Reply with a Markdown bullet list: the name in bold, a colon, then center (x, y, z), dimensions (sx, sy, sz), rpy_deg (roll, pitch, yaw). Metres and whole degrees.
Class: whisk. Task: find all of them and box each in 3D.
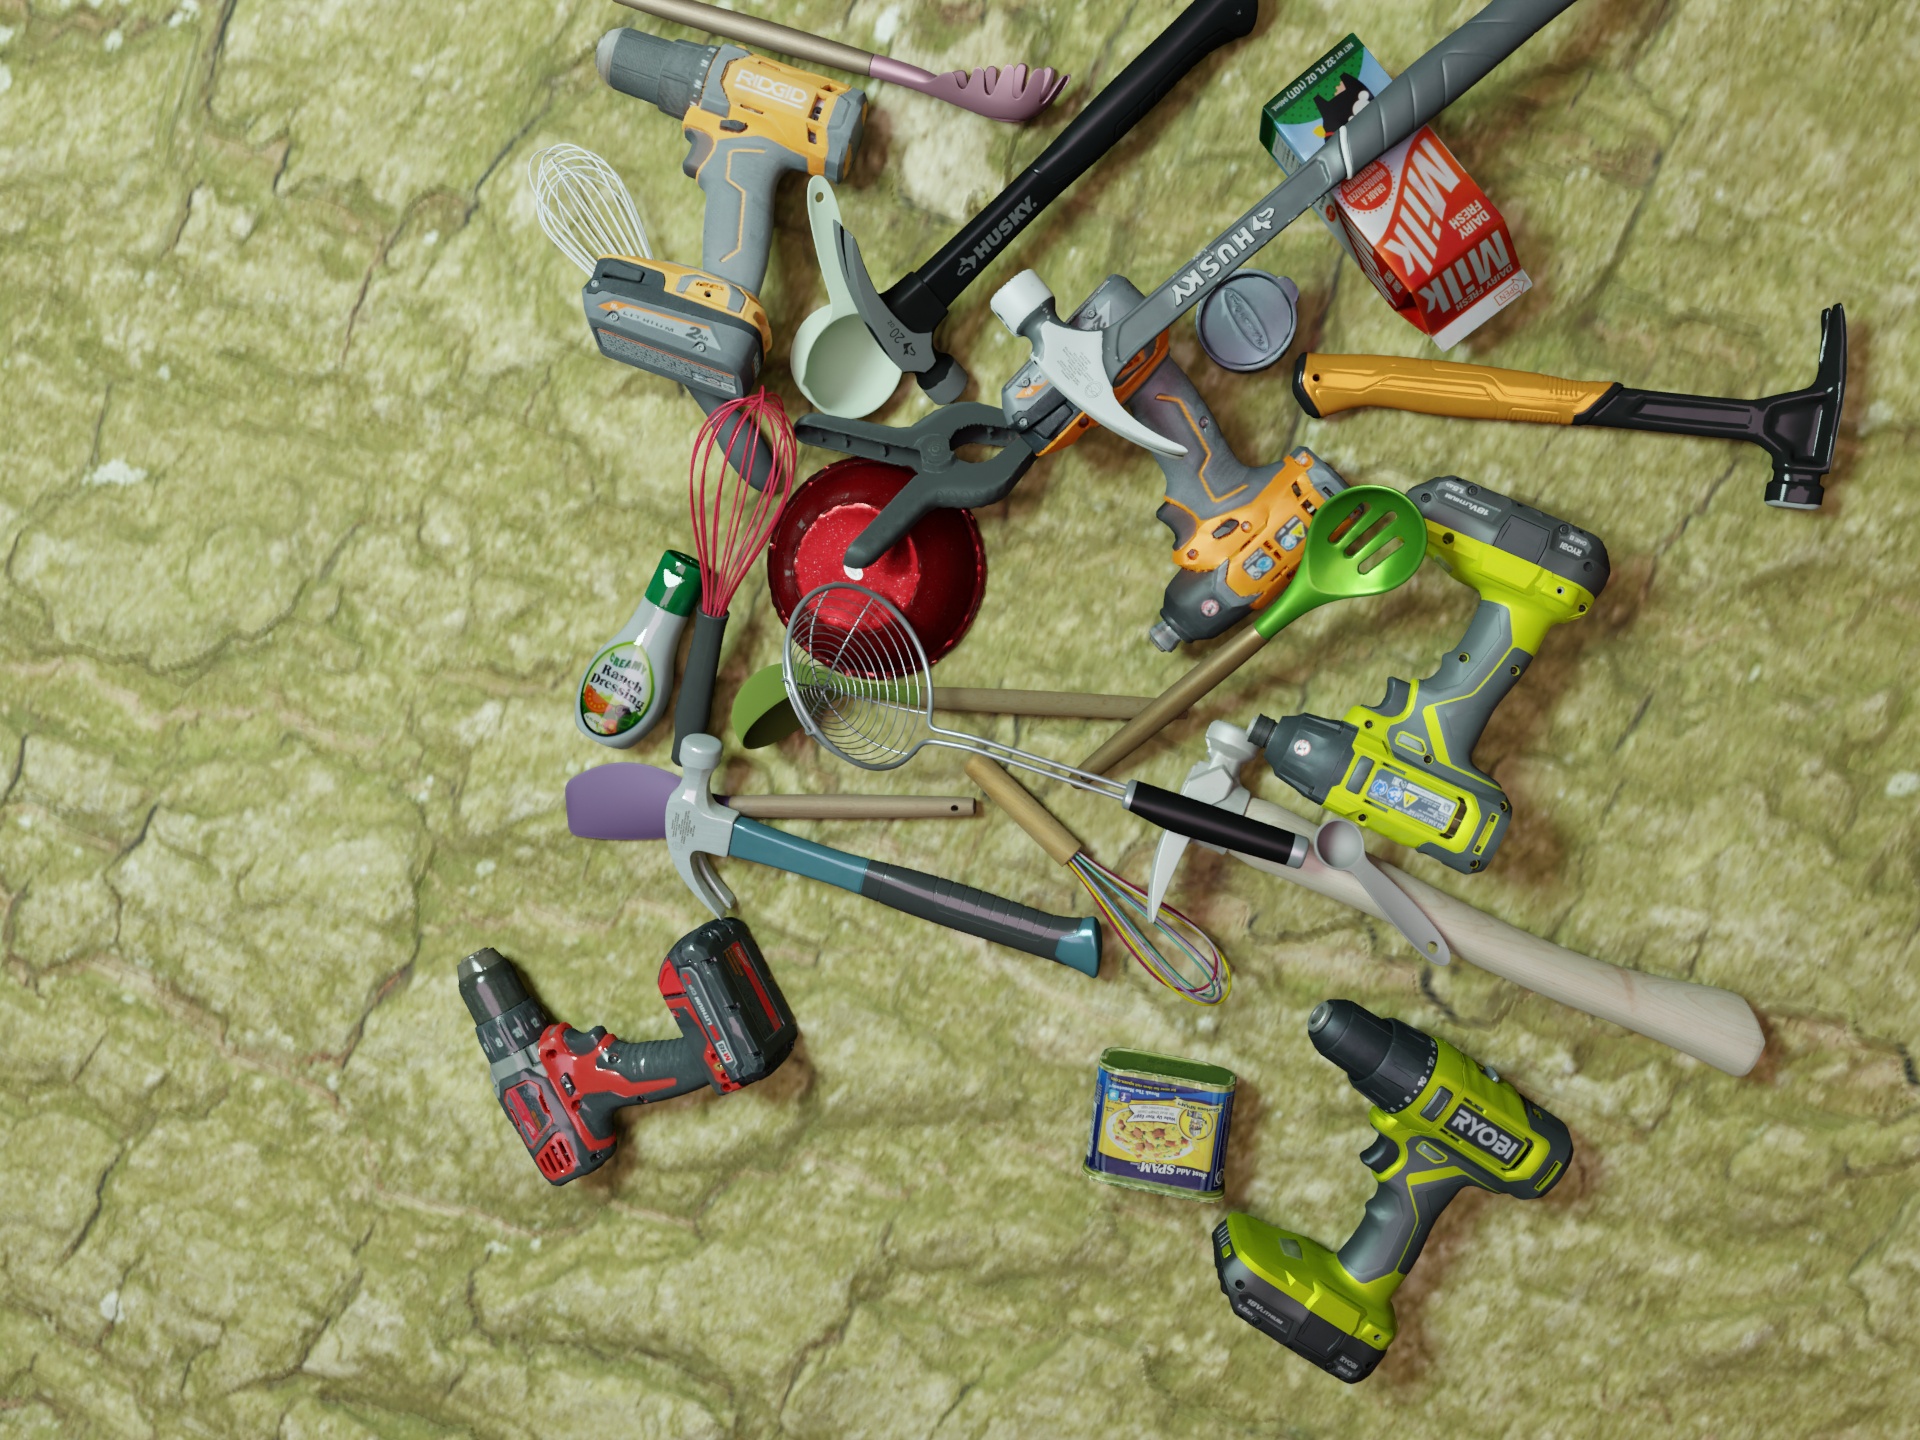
- **whisk**: center (-0.212, -0.284, 1.127), dimensions (0.070, 0.070, 0.284), rpy_deg (-33, 95, 13)
- **whisk**: center (-0.169, -0.093, 1.109), dimensions (0.073, 0.073, 0.295), rpy_deg (21, 117, 8)
- **whisk**: center (0.097, 0.109, 1.121), dimensions (0.245, 0.051, 0.047), rpy_deg (44, 81, 8)

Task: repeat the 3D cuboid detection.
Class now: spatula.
- **spatula**: center (-0.144, 0.061, 1.169), dimensions (0.316, 0.018, 0.059), rpy_deg (0, 99, 12)

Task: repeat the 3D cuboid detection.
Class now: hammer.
- **hammer**: center (0.062, -0.368, 1.042), dimensions (0.335, 0.146, 0.035), rpy_deg (-43, 43, 6)
- **hammer**: center (0.329, 0.147, 1.065), dimensions (0.410, 0.038, 0.146), rpy_deg (24, 85, 5)
- **hammer**: center (-0.055, 0.115, 1.141), dimensions (0.331, 0.033, 0.128), rpy_deg (17, 113, 5)
- **hammer**: center (0.220, -0.325, 0.957), dimensions (0.409, 0.036, 0.149), rpy_deg (-39, 89, 2)
- **hammer**: center (0.386, -0.215, 1.026), dimensions (0.337, 0.034, 0.127), rpy_deg (7, 99, 10)

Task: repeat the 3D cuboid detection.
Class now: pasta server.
- **pasta server**: center (-0.083, -0.455, 1.068), dimensions (0.316, 0.060, 0.040), rpy_deg (17, 115, 4)

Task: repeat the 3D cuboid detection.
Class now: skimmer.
- **skimmer**: center (0.058, 0.013, 1.034), dimensions (0.363, 0.127, 0.090), rpy_deg (19, 143, 5)

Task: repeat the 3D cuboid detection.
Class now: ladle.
- **ladle**: center (-0.002, -0.004, 1.116), dimensions (0.320, 0.078, 0.062), rpy_deg (3, 76, 5)

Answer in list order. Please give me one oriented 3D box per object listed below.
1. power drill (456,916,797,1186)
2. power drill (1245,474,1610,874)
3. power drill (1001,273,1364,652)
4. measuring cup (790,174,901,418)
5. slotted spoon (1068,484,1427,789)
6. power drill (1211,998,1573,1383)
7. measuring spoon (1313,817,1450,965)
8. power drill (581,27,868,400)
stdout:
- **power drill**: center (-0.257, 0.224, 1.183), dimensions (0.226, 0.080, 0.188), rpy_deg (-27, 91, 16)
- **power drill**: center (0.301, -0.035, 1.025), dimensions (0.171, 0.080, 0.223), rpy_deg (26, 93, 10)
- **power drill**: center (0.131, -0.161, 1.046), dimensions (0.226, 0.084, 0.164), rpy_deg (43, 102, -10)
- **measuring cup**: center (-0.087, -0.286, 1.068), dimensions (0.083, 0.038, 0.167), rpy_deg (-24, 128, -19)
- **slotted spoon**: center (0.178, -0.045, 1.043), dimensions (0.070, 0.031, 0.313), rpy_deg (47, 122, -2)
- **power drill**: center (0.272, 0.313, 1.078), dimensions (0.190, 0.080, 0.228), rpy_deg (33, 100, -5)
- **measuring spoon**: center (0.277, 0.115, 1.048), dimensions (0.034, 0.018, 0.124), rpy_deg (-43, 91, -14)
- **power drill**: center (-0.182, -0.350, 1.065), dimensions (0.185, 0.084, 0.226), rpy_deg (19, 80, -2)
